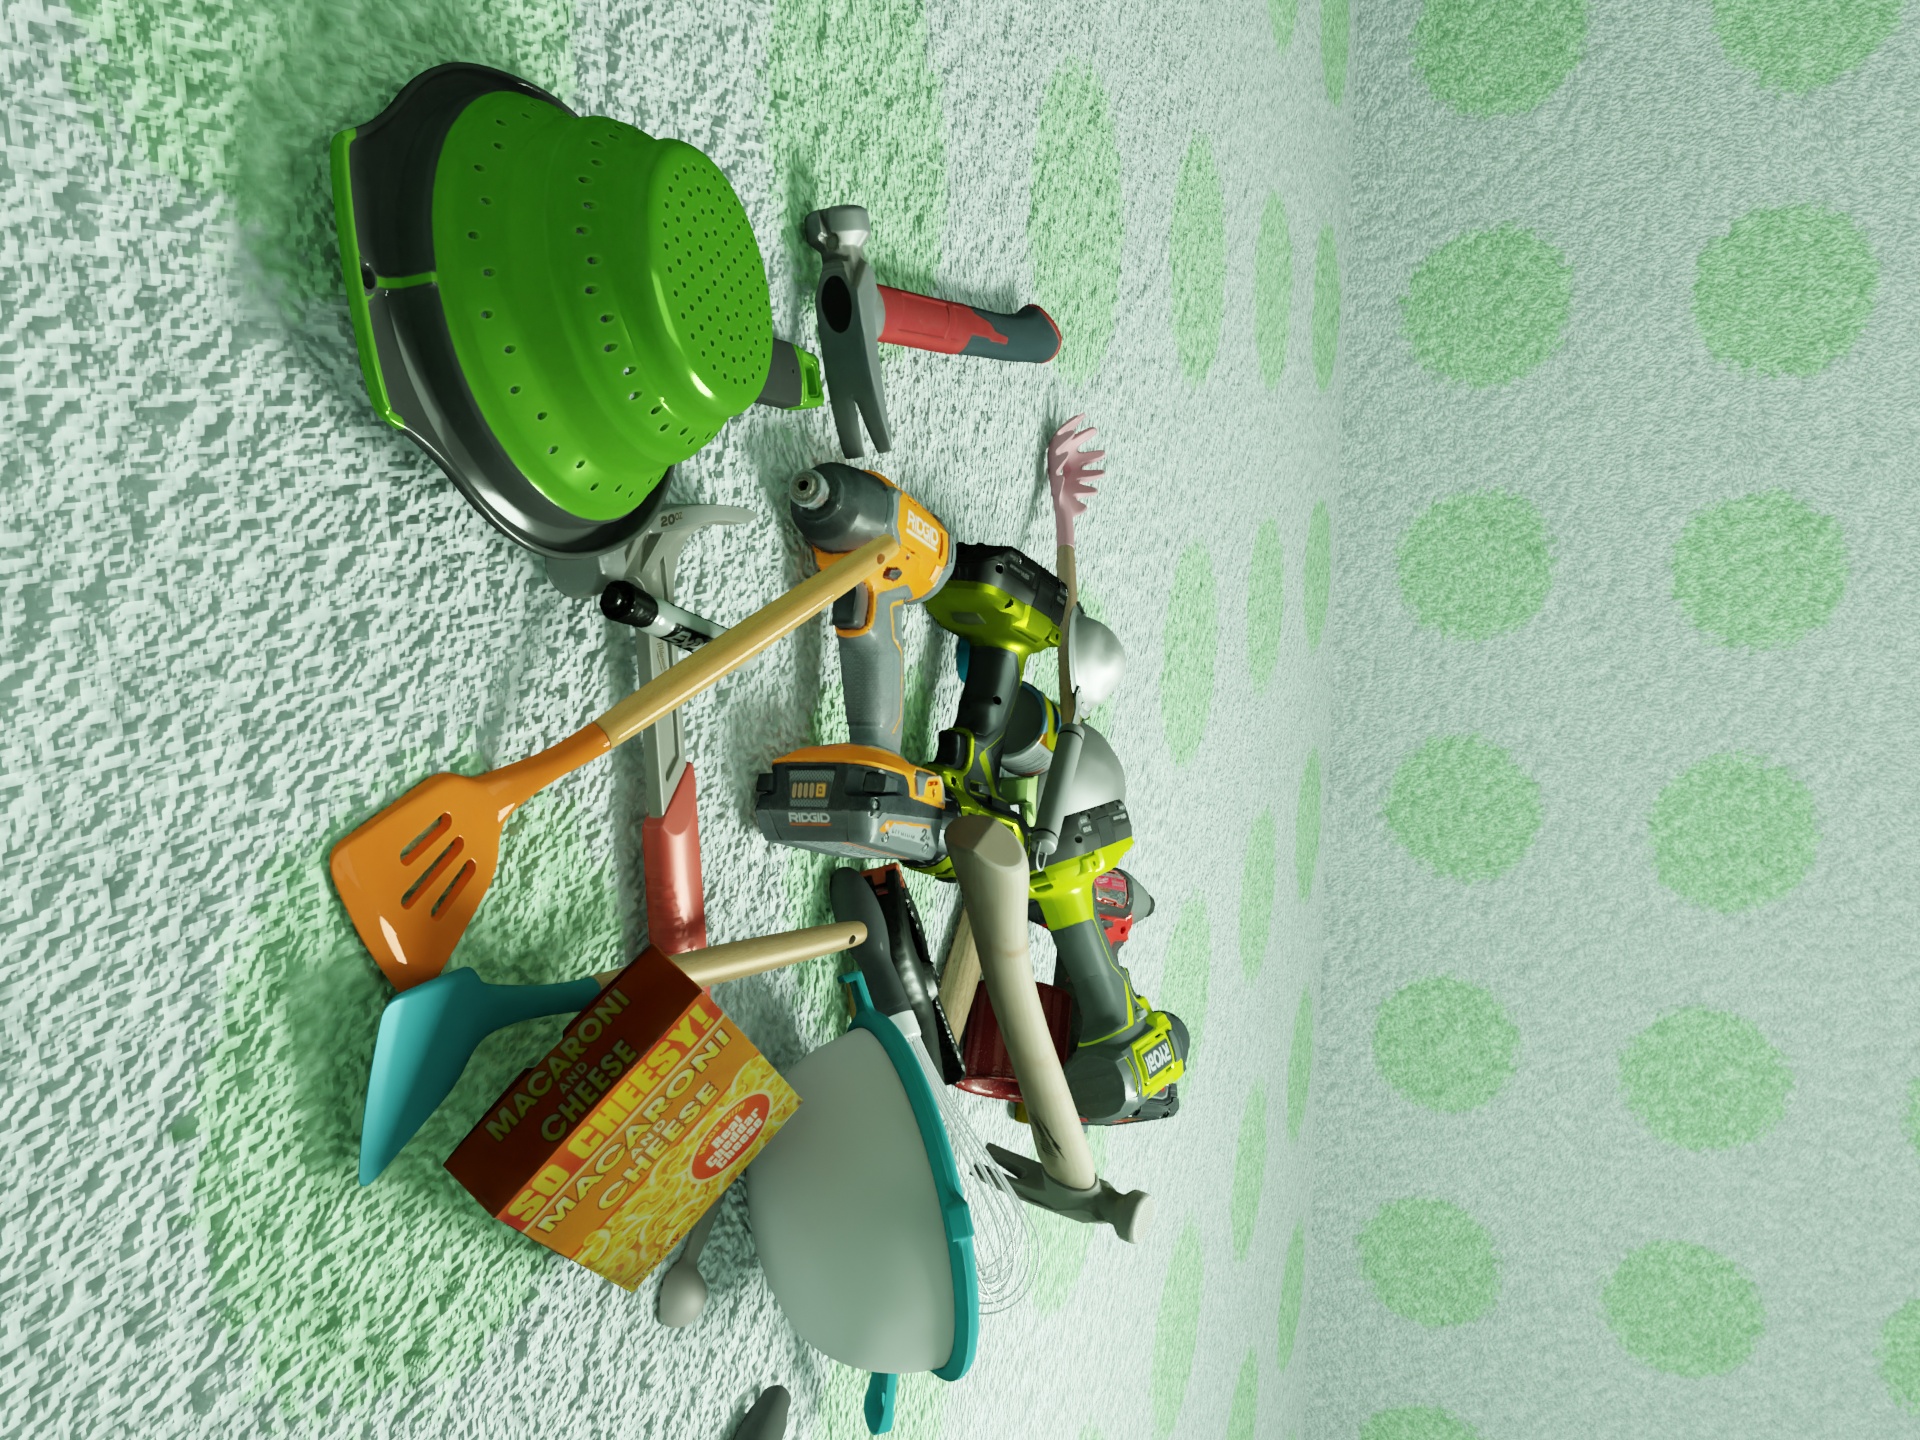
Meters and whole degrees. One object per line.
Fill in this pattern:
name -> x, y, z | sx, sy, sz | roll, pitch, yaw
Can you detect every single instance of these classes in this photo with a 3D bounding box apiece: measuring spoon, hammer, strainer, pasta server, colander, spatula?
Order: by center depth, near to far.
spatula -> -0.138, -0.003, 0.718 | 0.322, 0.041, 0.081 | -38, 128, -31
colander -> -0.115, -0.182, 0.731 | 0.397, 0.094, 0.204 | -18, 100, -71
spatula -> -0.145, 0.129, 0.742 | 0.317, 0.044, 0.082 | -6, 113, -52
hammer -> -0.143, 0.071, 0.815 | 0.149, 0.037, 0.359 | -31, 122, -64
measuring spoon -> -0.136, 0.279, 0.890 | 0.034, 0.018, 0.124 | 68, 32, -47
strainer -> -0.074, 0.330, 0.942 | 0.211, 0.095, 0.340 | -123, -149, -48
hammer -> -0.001, -0.254, 1.092 | 0.386, 0.038, 0.143 | -24, 107, -67
hammer -> 0.038, 0.217, 1.095 | 0.038, 0.146, 0.410 | -52, 142, -37
strainer -> 0.085, 0.006, 1.162 | 0.086, 0.050, 0.259 | 69, 30, -45
hammer -> -0.010, 0.223, 1.182 | 0.129, 0.031, 0.331 | 66, 34, -50
measuring spoon -> 0.028, -0.080, 1.235 | 0.042, 0.021, 0.129 | 72, 33, -44
pasta server -> 0.093, -0.120, 1.291 | 0.060, 0.040, 0.316 | 43, 39, -46
strainer -> 0.090, 0.061, 1.354 | 0.256, 0.069, 0.151 | 4, 90, -70

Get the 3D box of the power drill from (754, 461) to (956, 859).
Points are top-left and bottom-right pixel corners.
power drill -> -0.063, -0.037, 0.942 | 0.164, 0.084, 0.226 | 26, 65, -66

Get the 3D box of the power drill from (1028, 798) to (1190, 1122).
power drill -> 0.112, 0.182, 1.239 | 0.171, 0.080, 0.223 | -9, 80, -62

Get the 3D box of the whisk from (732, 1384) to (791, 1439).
whisk -> -0.144, 0.465, 0.873 | 0.239, 0.055, 0.055 | -60, 147, -56

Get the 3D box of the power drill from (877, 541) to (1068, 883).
power drill -> -0.002, -0.004, 1.104 | 0.190, 0.080, 0.228 | 26, 72, -59

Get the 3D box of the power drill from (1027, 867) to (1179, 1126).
power drill -> 0.118, 0.227, 1.348 | 0.143, 0.078, 0.220 | 15, 64, -40

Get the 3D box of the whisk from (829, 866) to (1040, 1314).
whisk -> -0.025, 0.218, 0.971 | 0.285, 0.070, 0.070 | 68, 14, 19

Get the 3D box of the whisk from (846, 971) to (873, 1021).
whisk -> -0.045, 0.287, 1.048 | 0.051, 0.047, 0.245 | -9, 91, -26
